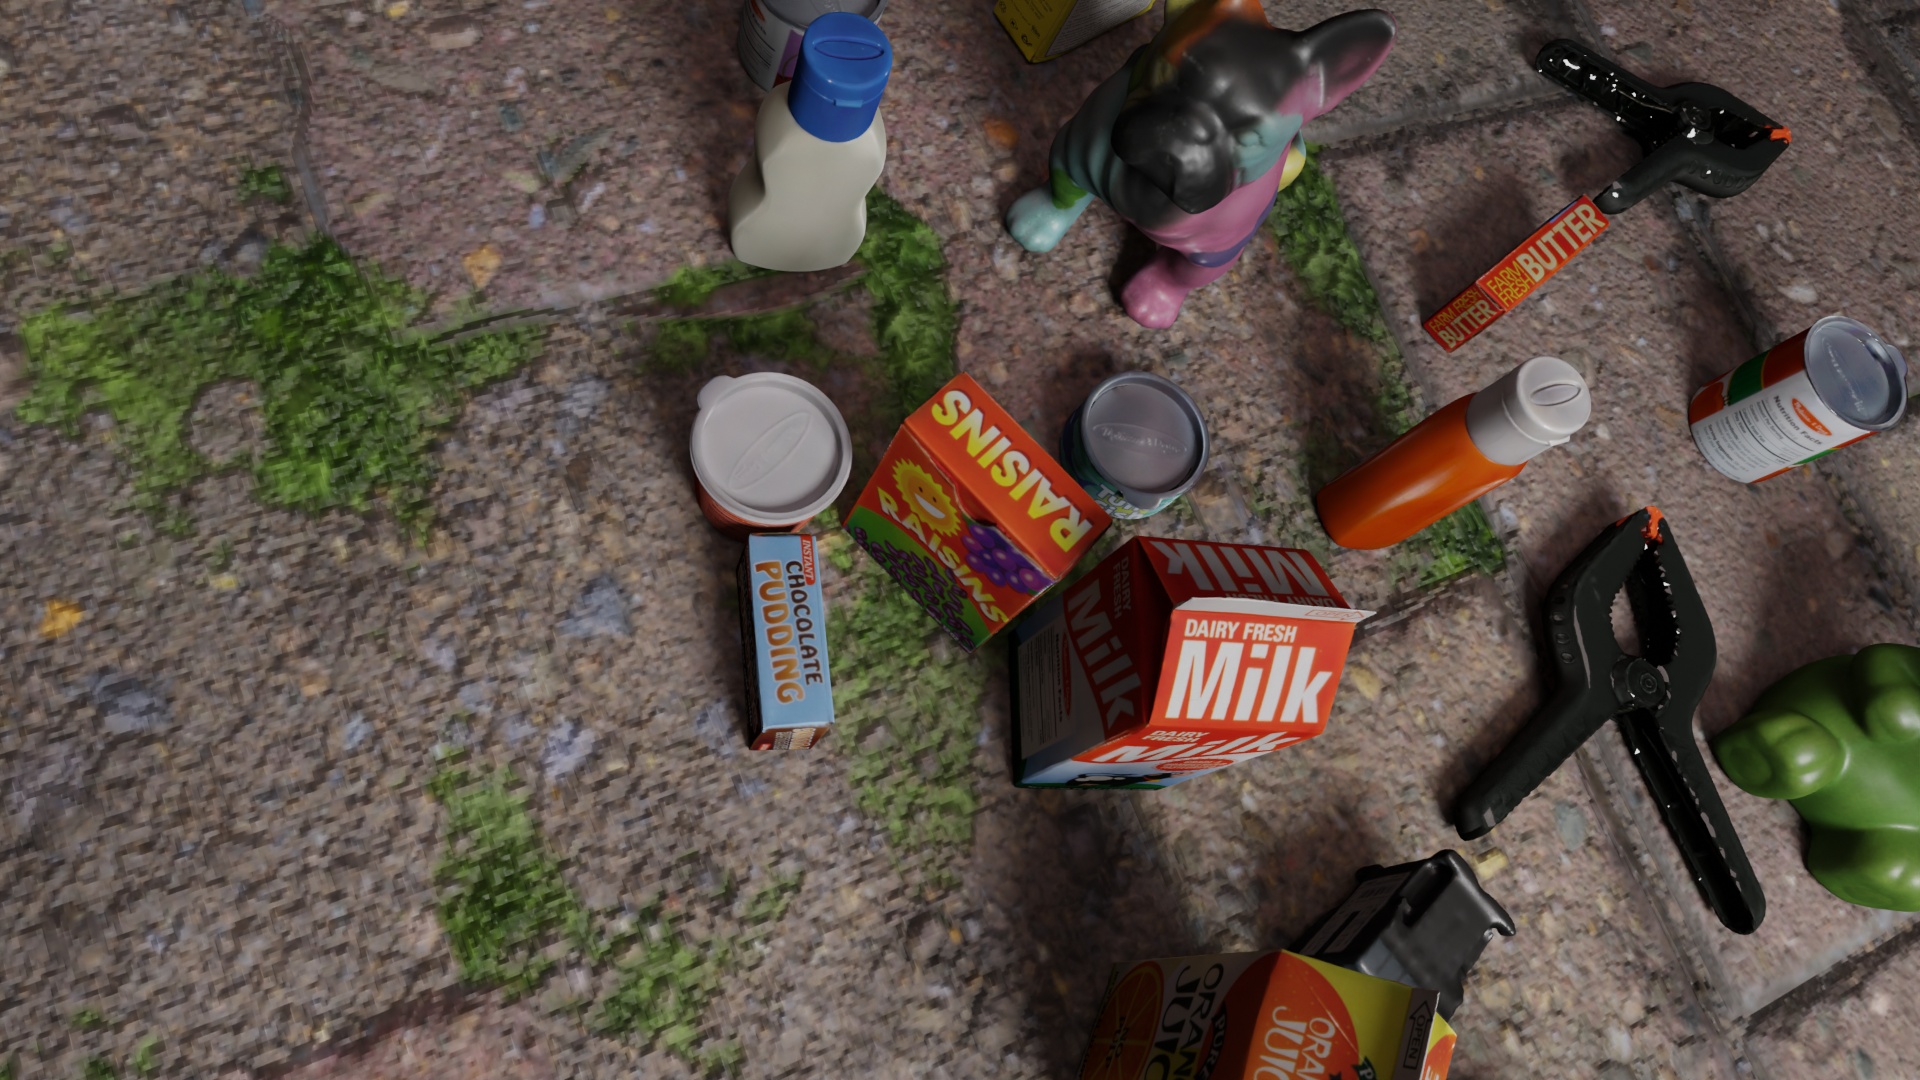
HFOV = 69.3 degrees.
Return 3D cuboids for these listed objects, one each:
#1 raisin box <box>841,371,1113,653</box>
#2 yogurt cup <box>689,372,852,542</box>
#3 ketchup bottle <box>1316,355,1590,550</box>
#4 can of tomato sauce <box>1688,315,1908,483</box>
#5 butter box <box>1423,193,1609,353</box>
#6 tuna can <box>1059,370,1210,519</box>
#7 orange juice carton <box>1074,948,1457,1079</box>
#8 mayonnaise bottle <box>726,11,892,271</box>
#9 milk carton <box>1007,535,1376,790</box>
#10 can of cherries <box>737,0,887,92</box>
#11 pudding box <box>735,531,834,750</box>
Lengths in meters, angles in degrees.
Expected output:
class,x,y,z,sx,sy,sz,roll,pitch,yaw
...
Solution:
class,x,y,z,sx,sy,sz,roll,pitch,yaw
raisin box,0.002,-0.007,0.581,0.086,0.123,0.040,46,66,2
yogurt cup,-0.085,-0.032,0.602,0.072,0.053,0.072,5,70,-15
ketchup bottle,0.229,-0.038,0.646,0.065,0.148,0.043,-15,77,-21
can of tomato sauce,0.460,-0.076,0.765,0.071,0.082,0.071,5,70,-15
butter box,0.303,-0.145,0.758,0.104,0.053,0.024,-37,85,-24
tuna can,0.083,-0.043,0.668,0.071,0.032,0.071,5,70,-15
orange juice carton,0.111,0.198,0.505,0.073,0.192,0.072,27,67,-6
mayonnaise bottle,-0.063,-0.168,0.604,0.065,0.147,0.041,-2,73,-17
milk carton,0.082,0.050,0.549,0.072,0.190,0.073,4,71,-15
can of cherries,-0.071,-0.258,0.682,0.071,0.058,0.071,5,70,-15
pudding box,-0.074,0.043,0.581,0.030,0.049,0.084,-2,72,-17
